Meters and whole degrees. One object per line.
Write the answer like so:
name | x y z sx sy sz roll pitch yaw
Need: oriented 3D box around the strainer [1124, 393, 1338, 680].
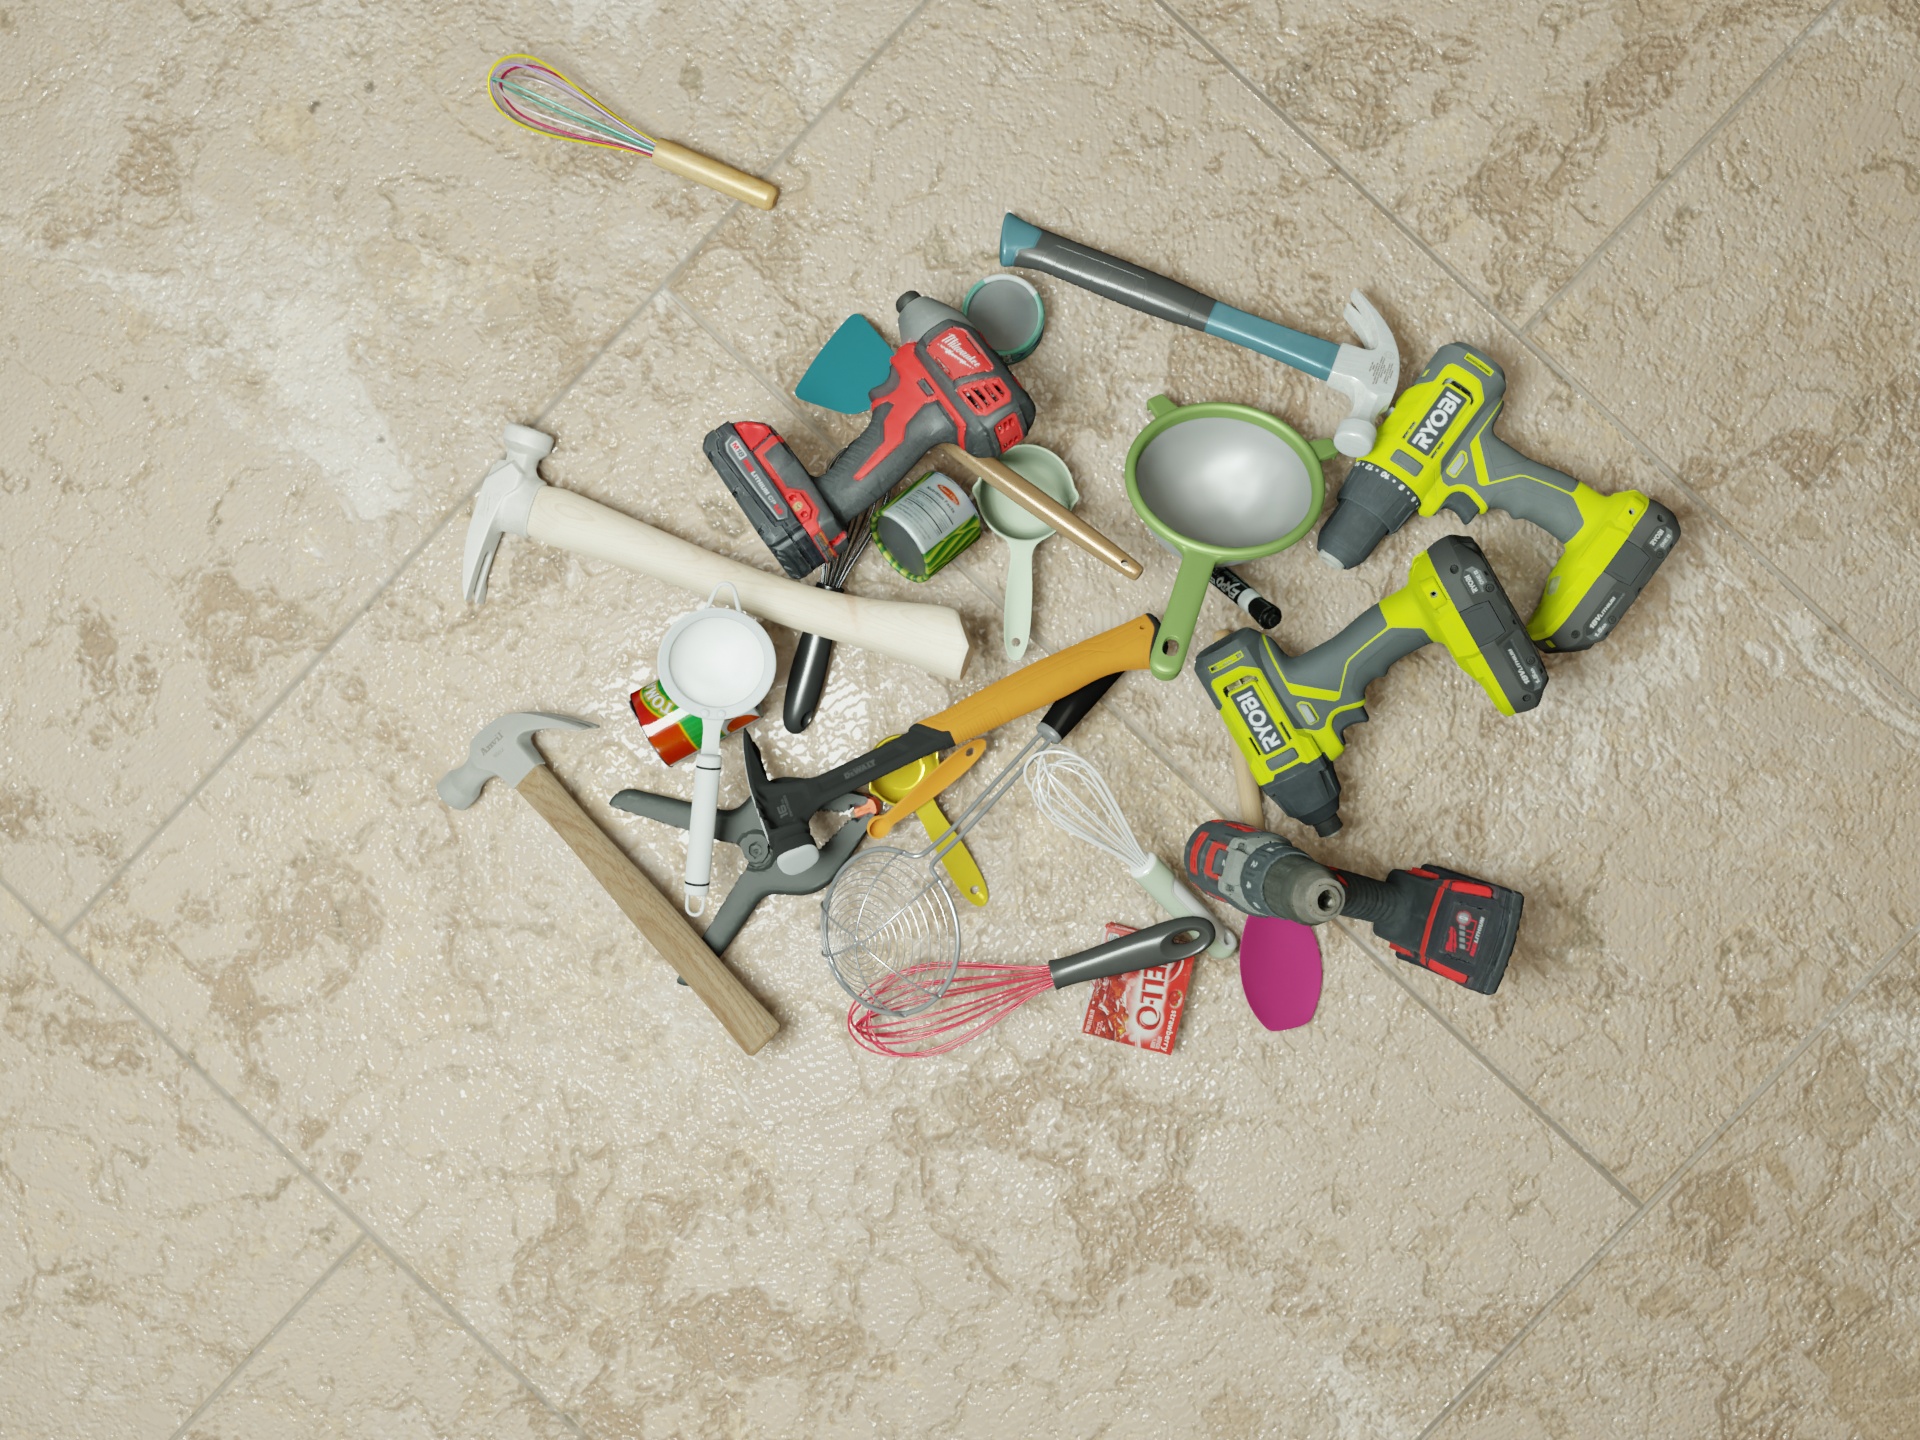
strainer | 0.181 -0.124 1.190 0.151 0.069 0.256 16 61 9

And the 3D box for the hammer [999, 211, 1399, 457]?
hammer | 0.180 -0.316 1.227 0.331 0.033 0.128 23 68 6

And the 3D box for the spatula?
spatula | 0.010 -0.202 1.220 0.317 0.044 0.082 37 91 9

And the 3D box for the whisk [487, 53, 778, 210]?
whisk | -0.258 -0.460 1.251 0.245 0.051 0.047 23 86 -2

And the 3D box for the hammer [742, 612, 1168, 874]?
hammer | -0.002 -0.004 1.208 0.337 0.034 0.127 -24 53 -1

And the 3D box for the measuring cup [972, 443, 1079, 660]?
measuring cup | 0.048 -0.131 1.247 0.083 0.038 0.167 4 93 2

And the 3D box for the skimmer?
skimmer | 0.032 0.067 1.227 0.127 0.090 0.363 35 72 27

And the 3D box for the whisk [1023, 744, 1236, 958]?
whisk | 0.134 0.104 1.204 0.059 0.058 0.246 -25 121 37

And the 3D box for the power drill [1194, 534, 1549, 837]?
power drill | 0.310 -0.024 1.185 0.223 0.080 0.171 -29 96 21

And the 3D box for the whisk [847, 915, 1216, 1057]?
whisk | 0.052 0.200 1.223 0.296 0.073 0.073 -17 90 8

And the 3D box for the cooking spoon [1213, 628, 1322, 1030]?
cooking spoon | 0.232 0.086 1.252 0.068 0.017 0.319 -10 90 -12

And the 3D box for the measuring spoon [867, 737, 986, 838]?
measuring spoon | -0.027 0.051 1.237 0.117 0.011 0.021 -39 127 -8

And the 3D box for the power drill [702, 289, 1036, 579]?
power drill | -0.069 -0.216 1.168 0.219 0.078 0.143 -34 72 -1

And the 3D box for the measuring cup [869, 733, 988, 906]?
measuring cup | -0.022 0.080 1.261 0.062 0.029 0.156 -31 102 -6

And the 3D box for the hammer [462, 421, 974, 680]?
hammer | -0.189 -0.101 1.224 0.411 0.038 0.146 19 93 11

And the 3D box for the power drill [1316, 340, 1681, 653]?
power drill | 0.405 -0.151 1.218 0.228 0.080 0.190 36 91 4

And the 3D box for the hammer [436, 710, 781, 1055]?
hammer | -0.259 0.125 1.237 0.130 0.031 0.331 -44 85 14

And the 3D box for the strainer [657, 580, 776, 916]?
strainer | -0.189 0.022 1.189 0.087 0.050 0.258 5 99 -10

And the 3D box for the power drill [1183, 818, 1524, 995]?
power drill | 0.291 0.132 1.153 0.226 0.188 0.080 16 90 -15

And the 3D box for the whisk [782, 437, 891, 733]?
whisk | -0.102 -0.104 1.250 0.055 0.055 0.239 16 96 1
